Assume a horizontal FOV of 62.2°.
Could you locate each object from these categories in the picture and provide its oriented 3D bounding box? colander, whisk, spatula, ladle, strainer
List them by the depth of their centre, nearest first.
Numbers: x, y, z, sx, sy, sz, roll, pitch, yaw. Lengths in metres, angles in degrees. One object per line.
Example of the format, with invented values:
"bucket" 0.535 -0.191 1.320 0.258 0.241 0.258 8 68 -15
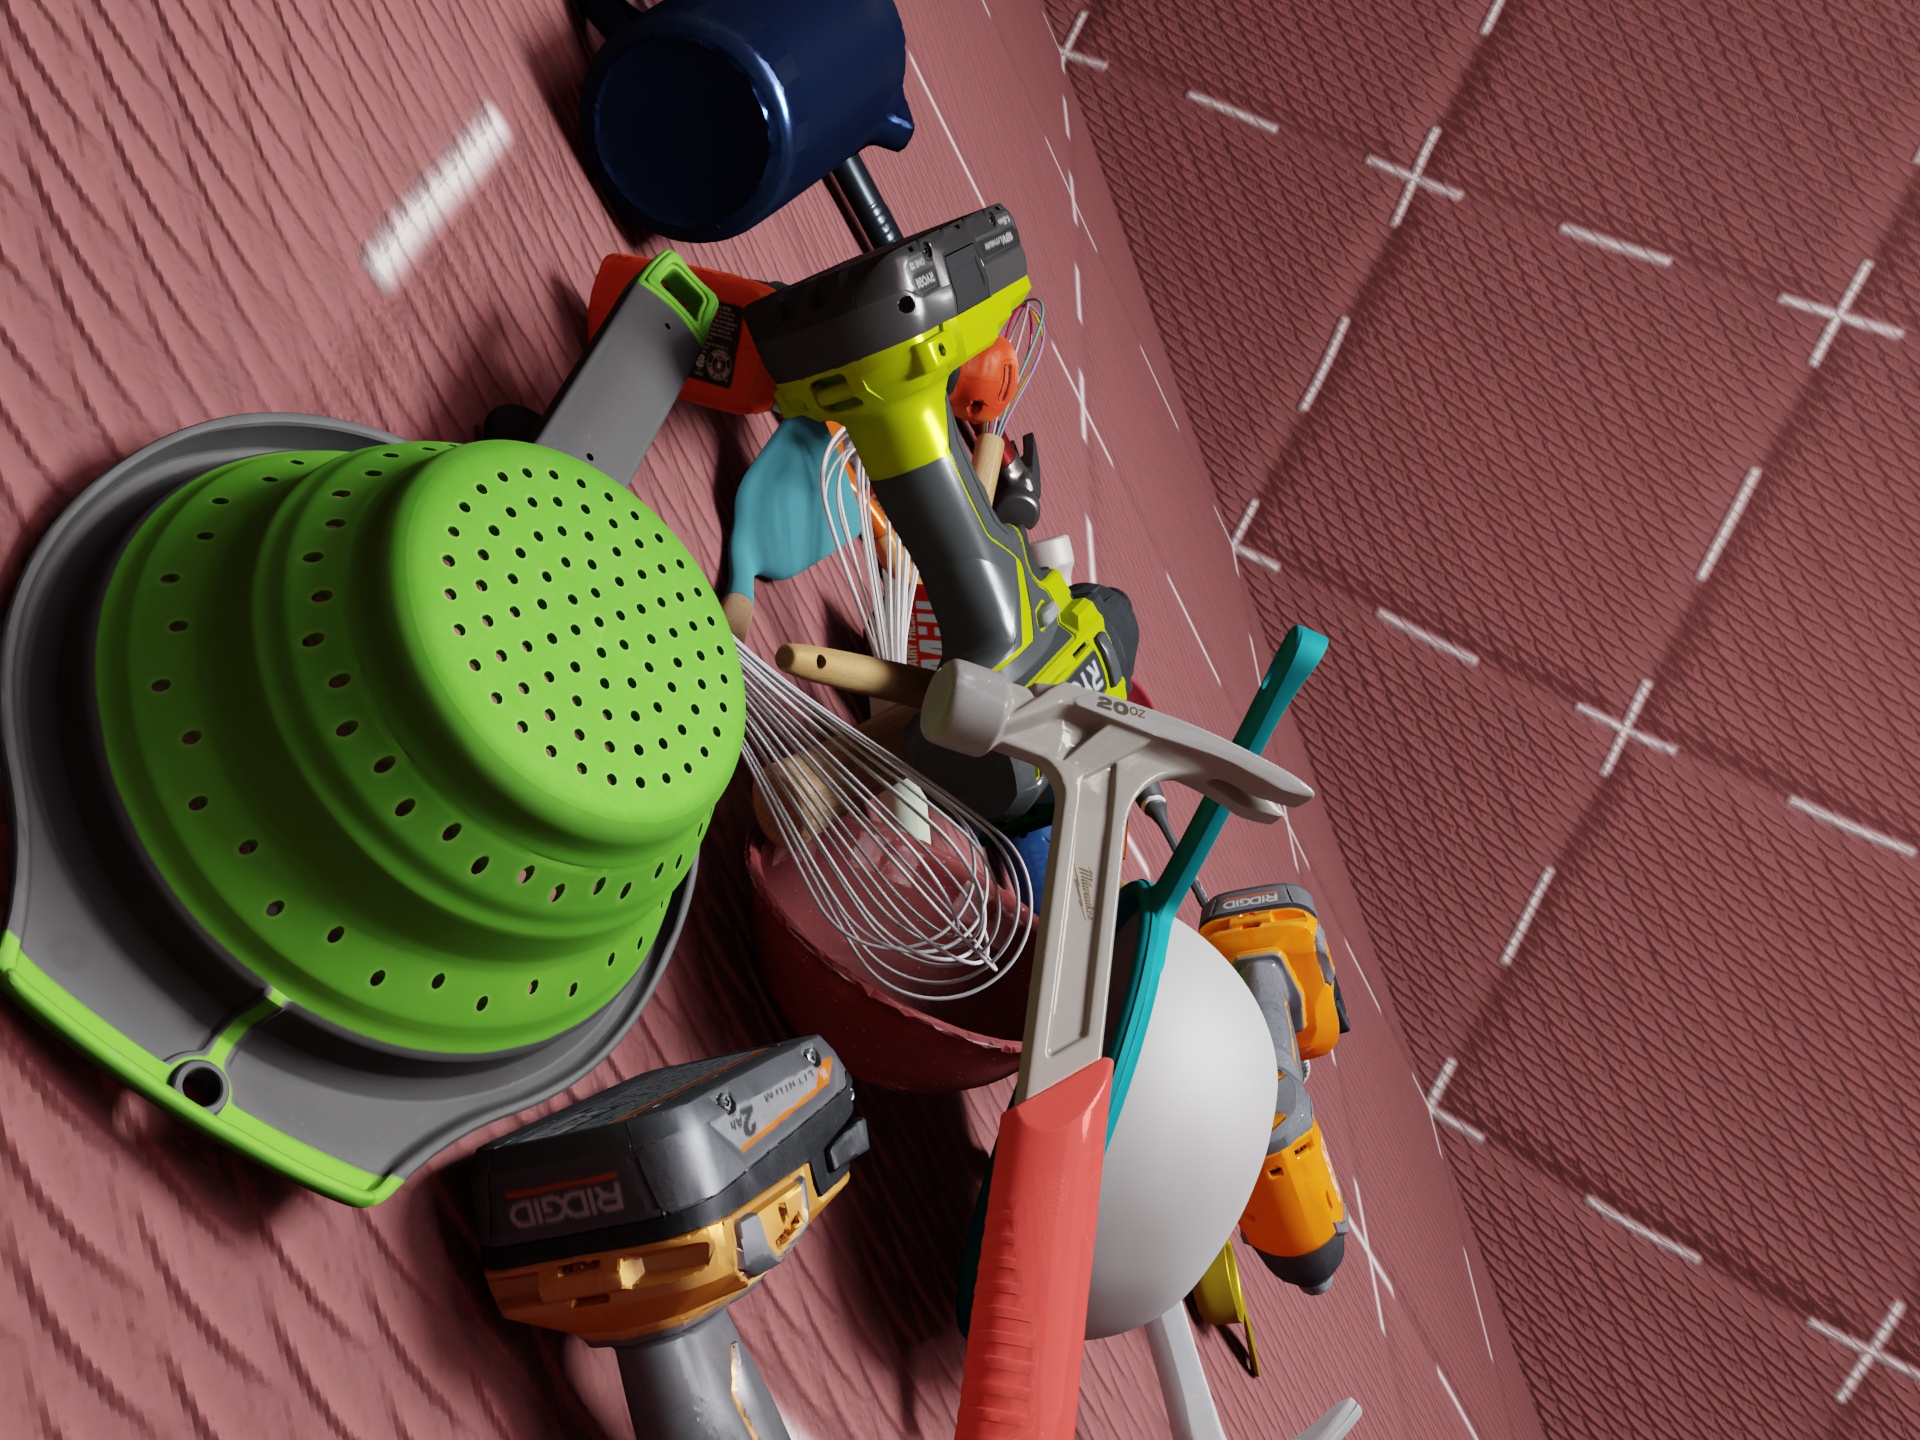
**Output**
"colander" -0.113 -0.060 0.477 0.204 0.094 0.397 45 35 -26
"whisk" -0.080 -0.013 0.589 0.284 0.070 0.070 48 17 5
"strainer" 0.105 0.127 0.682 0.095 0.340 0.211 24 16 -2
"spatula" -0.095 -0.041 0.710 0.318 0.044 0.082 -83 156 -54
"ladle" 0.015 -0.007 0.744 0.315 0.031 0.069 12 75 -58
"whisk" -0.034 -0.028 0.798 0.059 0.058 0.246 -10 100 -31
"spatula" -0.030 -0.096 0.970 0.322 0.041 0.081 63 31 -25
"whisk" 0.030 -0.226 1.198 0.047 0.051 0.245 46 47 -48

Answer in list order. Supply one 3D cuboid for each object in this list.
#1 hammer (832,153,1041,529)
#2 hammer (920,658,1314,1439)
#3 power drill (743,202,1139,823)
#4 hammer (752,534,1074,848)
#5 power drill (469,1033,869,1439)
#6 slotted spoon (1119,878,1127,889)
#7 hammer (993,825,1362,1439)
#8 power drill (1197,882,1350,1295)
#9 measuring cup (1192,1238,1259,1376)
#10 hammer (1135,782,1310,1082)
"hammer" -0.031 -0.332 1.237 0.385 0.038 0.143 59 19 -31
"hammer" 0.034 0.153 0.497 0.149 0.036 0.359 19 59 -17
"power drill" 0.008 -0.091 0.673 0.171 0.080 0.223 -46 120 -52
"hammer" -0.001 -0.002 0.774 0.331 0.031 0.130 -30 108 -60
"power drill" -0.054 0.218 0.489 0.185 0.084 0.226 -3 78 -71
"slotted spoon" 0.104 0.118 0.934 0.070 0.031 0.314 43 2 -1
"hammer" 0.086 0.218 0.864 0.035 0.144 0.406 59 13 -50
"power drill" 0.197 0.227 0.978 0.227 0.084 0.164 -76 149 -55
"measuring cup" 0.181 0.408 1.085 0.062 0.029 0.156 -89 164 -50
"hammer" 0.151 0.075 1.173 0.408 0.036 0.149 62 8 -15
